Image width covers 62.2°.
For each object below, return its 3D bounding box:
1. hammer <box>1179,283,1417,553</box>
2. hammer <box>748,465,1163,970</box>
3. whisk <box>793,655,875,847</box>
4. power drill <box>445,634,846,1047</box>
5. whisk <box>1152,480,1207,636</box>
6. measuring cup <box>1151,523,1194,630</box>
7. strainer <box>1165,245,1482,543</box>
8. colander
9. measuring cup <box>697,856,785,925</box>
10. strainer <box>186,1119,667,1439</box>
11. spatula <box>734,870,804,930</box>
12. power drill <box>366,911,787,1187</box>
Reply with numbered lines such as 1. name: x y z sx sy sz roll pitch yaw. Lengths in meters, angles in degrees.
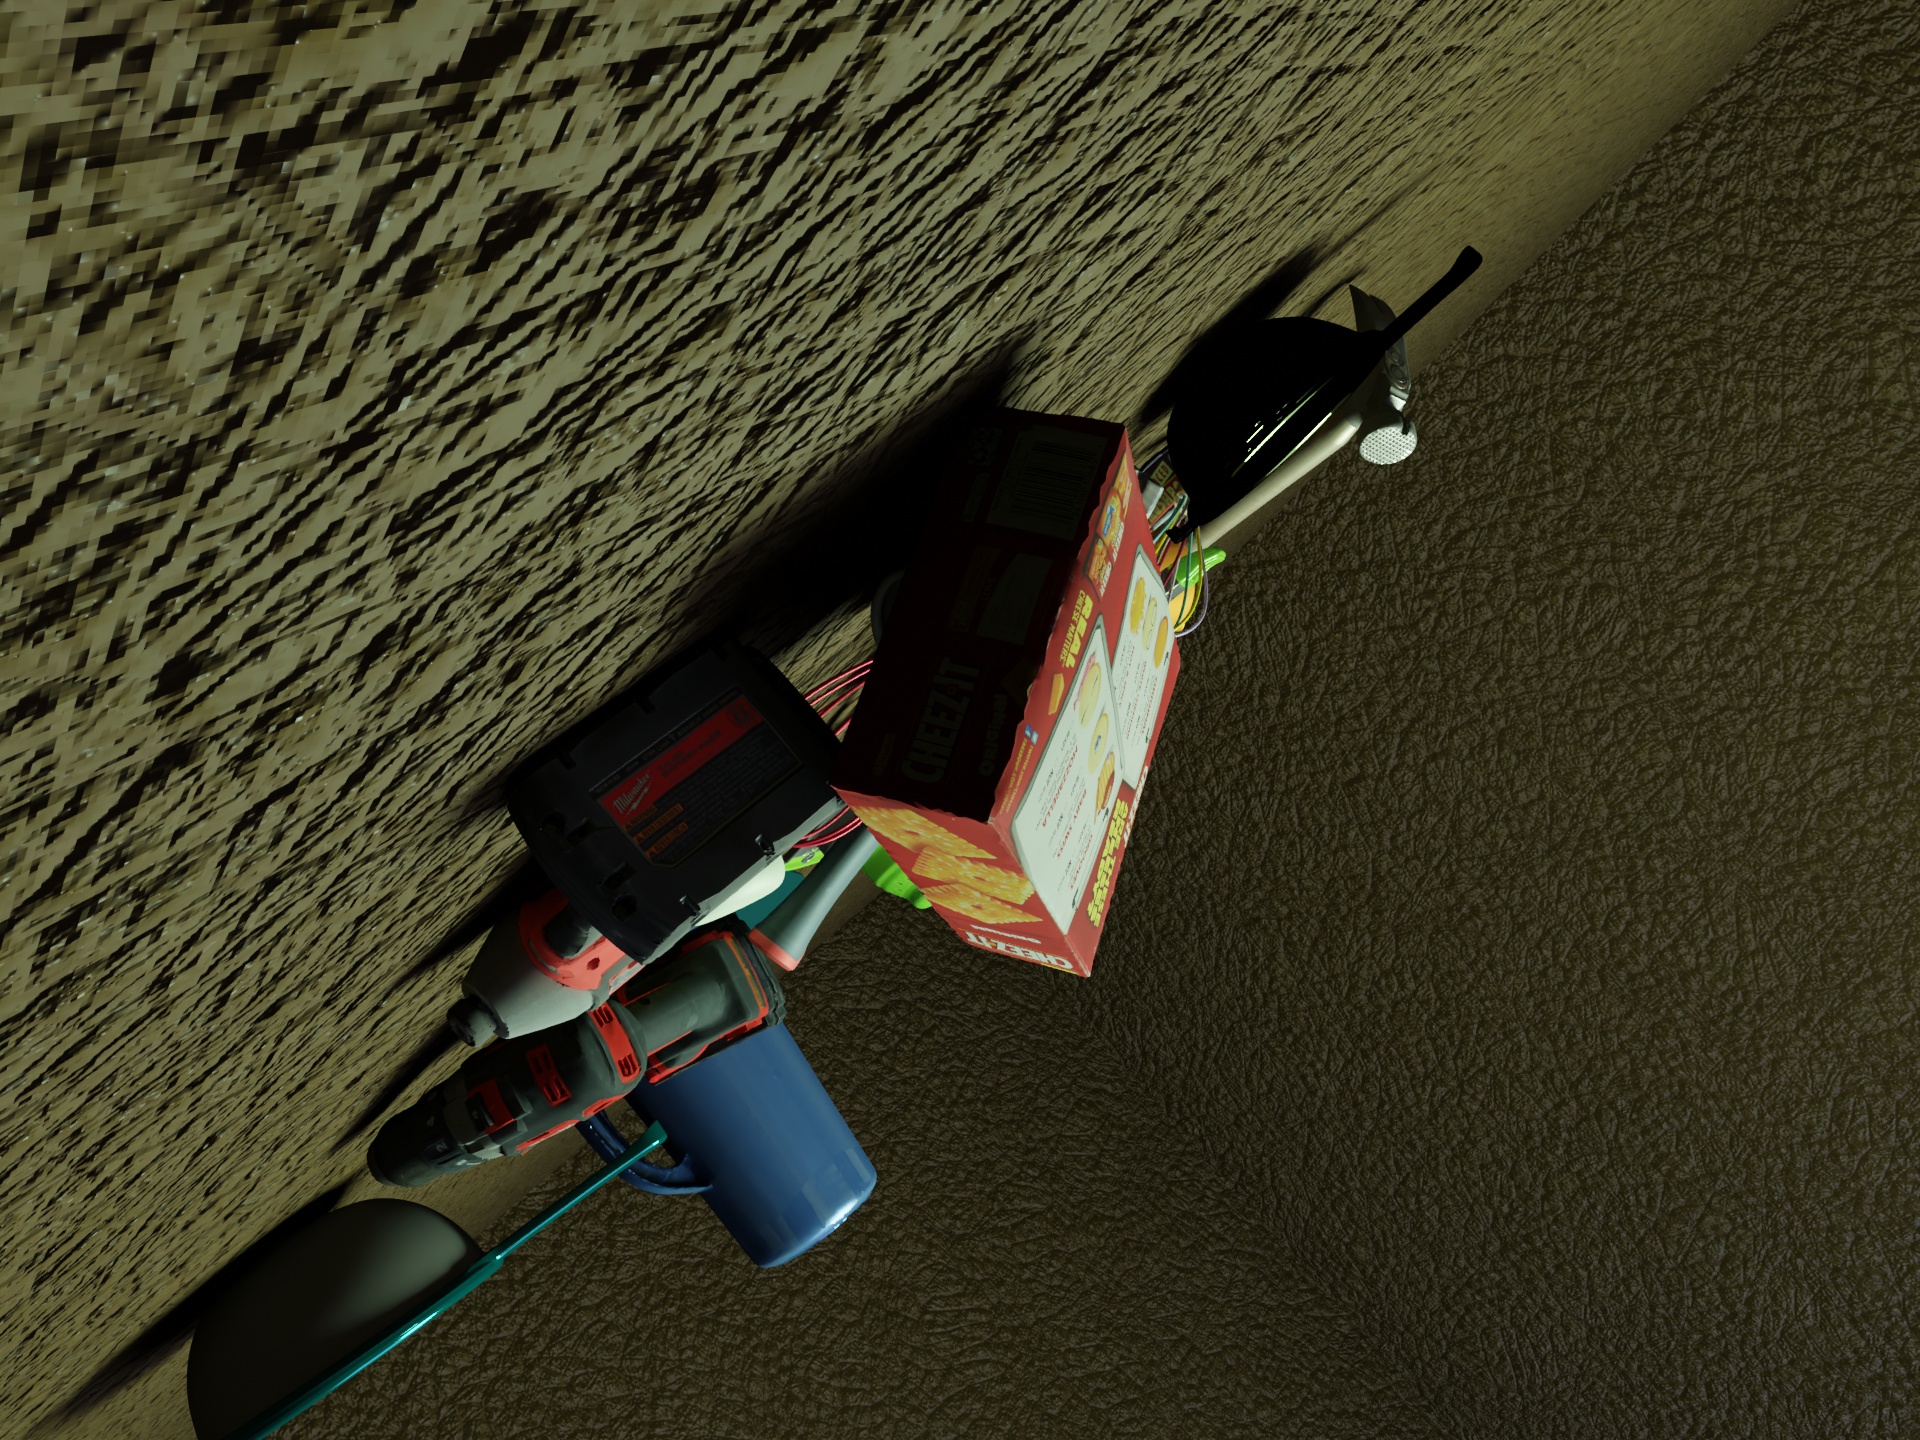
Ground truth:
1. hammer: 0.188 -0.157 1.222 0.410 0.038 0.146 -41 -142 47
2. hammer: -0.002 -0.003 1.018 0.386 0.038 0.143 -51 176 -10
3. whisk: -0.009 -0.040 0.864 0.296 0.073 0.073 -46 177 -20
4. power drill: -0.138 0.064 0.651 0.143 0.078 0.219 -40 178 -33
5. whisk: 0.140 -0.129 1.026 0.047 0.051 0.245 -39 -160 41
6. measuring cup: 0.109 -0.085 1.236 0.052 0.095 0.173 -11 157 -37
7. strainer: 0.207 -0.221 0.938 0.256 0.069 0.151 -42 173 -18
8. colander: 0.051 0.025 1.158 0.397 0.094 0.204 -38 170 16
9. measuring cup: -0.141 0.092 0.925 0.083 0.038 0.167 -25 175 -6
10. strainer: -0.356 0.337 1.029 0.340 0.095 0.211 -34 175 -11
11. spatula: -0.154 0.119 1.181 0.082 0.044 0.317 -57 177 -14
12. power drill: -0.227 0.203 0.954 0.188 0.080 0.226 -30 175 22
